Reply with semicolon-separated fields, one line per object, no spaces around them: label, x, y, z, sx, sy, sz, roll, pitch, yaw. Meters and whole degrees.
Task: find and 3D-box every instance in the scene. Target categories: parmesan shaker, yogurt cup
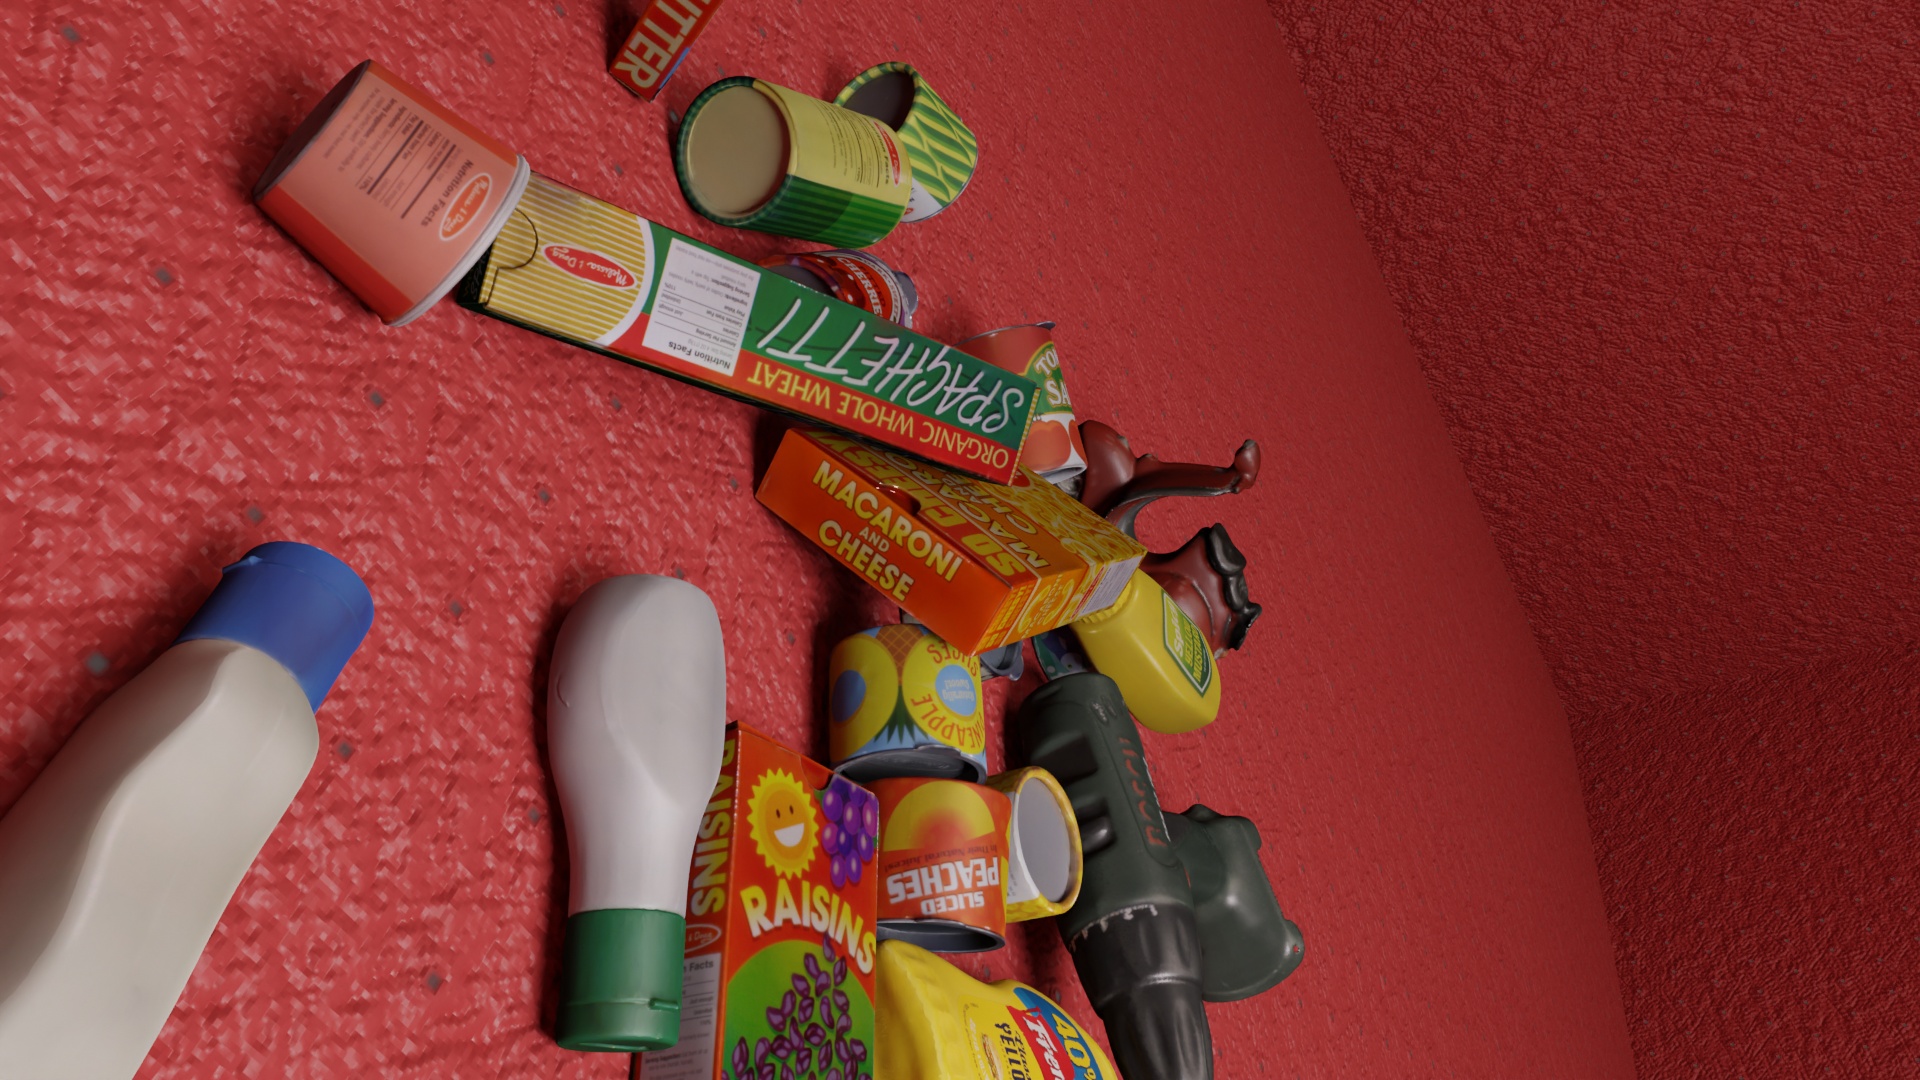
parmesan shaker;-0.077;-0.176;0.647;0.103;0.071;0.071;-11;83;-63
yogurt cup;-0.174;-0.107;0.421;0.054;0.072;0.073;40;39;-34

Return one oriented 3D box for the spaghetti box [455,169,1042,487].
spaghetti box;-0.068;-0.075;0.545;0.250;0.029;0.050;17;88;-40

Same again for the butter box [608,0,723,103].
butter box;-0.108;-0.237;0.586;0.024;0.103;0.053;34;41;-21

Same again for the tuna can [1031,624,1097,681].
tuna can;0.070;0.052;0.815;0.071;0.033;0.071;41;40;-46

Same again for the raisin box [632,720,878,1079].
raisin box;-0.068;0.138;0.489;0.086;0.040;0.124;39;40;-46

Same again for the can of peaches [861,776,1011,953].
can of peaches;-0.012;0.130;0.558;0.071;0.071;0.058;38;48;-48

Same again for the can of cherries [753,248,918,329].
can of cherries;-0.061;-0.098;0.619;0.058;0.071;0.071;-27;98;-63

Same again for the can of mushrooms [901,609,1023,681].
can of mushrooms;0.002;0.041;0.692;0.071;0.033;0.071;42;38;-45

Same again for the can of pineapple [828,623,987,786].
can of pineapple;-0.022;0.074;0.585;0.071;0.071;0.058;37;41;-49

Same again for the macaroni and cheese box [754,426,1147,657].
macaroni and cheese box;0.002;-0.008;0.644;0.124;0.040;0.167;35;19;19

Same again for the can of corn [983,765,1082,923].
can of corn;0.016;0.139;0.628;0.071;0.058;0.071;41;40;-46

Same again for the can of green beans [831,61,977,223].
can of green beans;-0.033;-0.216;0.756;0.057;0.071;0.071;36;43;-49

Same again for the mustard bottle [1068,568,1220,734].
mustard bottle;0.093;0.049;0.767;0.160;0.048;0.065;46;35;-41

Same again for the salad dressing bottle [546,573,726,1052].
salad dressing bottle;-0.106;0.085;0.448;0.064;0.044;0.148;35;45;-50

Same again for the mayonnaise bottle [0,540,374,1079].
mayonnaise bottle;-0.178;0.060;0.307;0.041;0.064;0.149;58;25;-32

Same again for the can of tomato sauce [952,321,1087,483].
can of tomato sauce;0.031;-0.072;0.781;0.071;0.071;0.083;-3;76;-63
